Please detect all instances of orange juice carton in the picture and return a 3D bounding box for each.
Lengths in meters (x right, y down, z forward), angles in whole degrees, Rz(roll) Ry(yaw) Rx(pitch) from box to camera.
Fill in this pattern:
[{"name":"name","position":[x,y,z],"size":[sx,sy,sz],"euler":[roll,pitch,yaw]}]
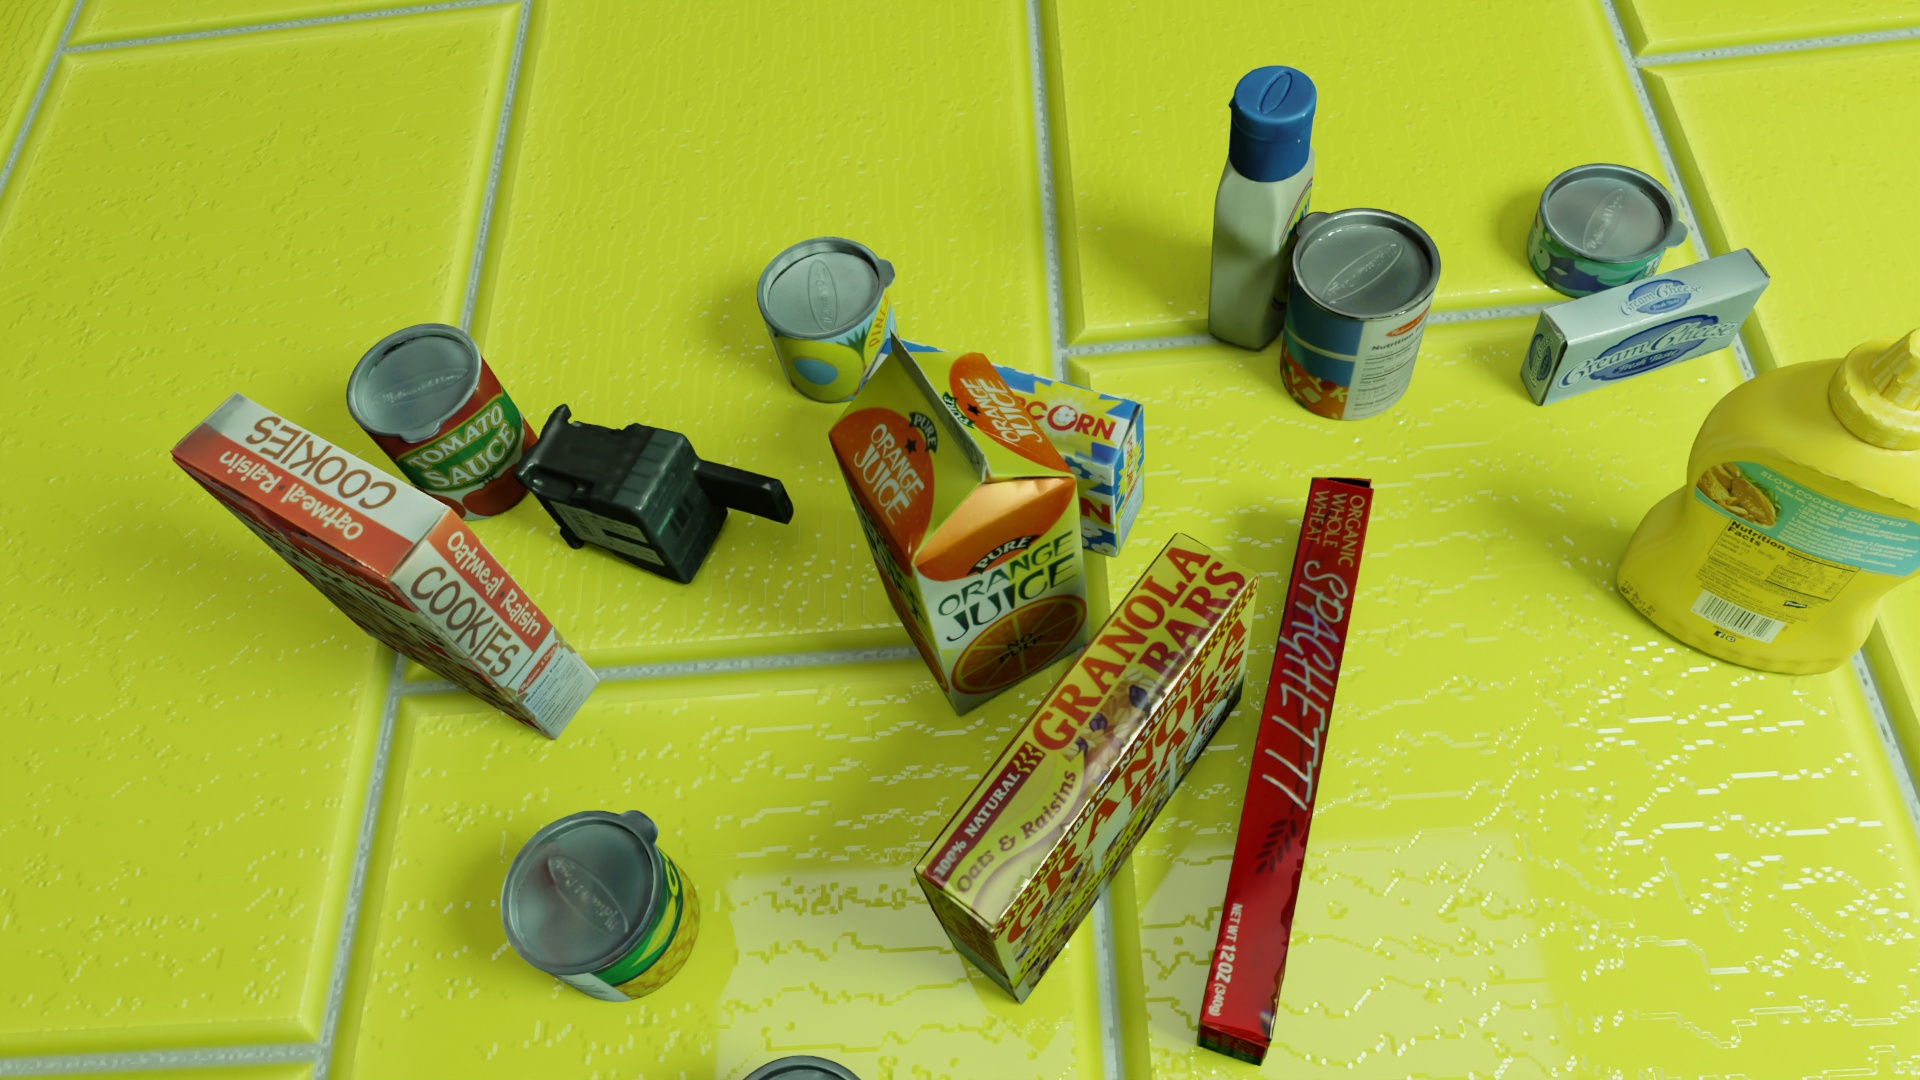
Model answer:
[{"name":"orange juice carton","position":[0.002,-0.007,0.573],"size":[0.073,0.191,0.072],"euler":[-28,61,-9]}]

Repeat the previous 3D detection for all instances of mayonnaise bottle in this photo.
[{"name":"mayonnaise bottle","position":[0.146,-0.159,0.667],"size":[0.041,0.147,0.065],"euler":[23,66,19]}]

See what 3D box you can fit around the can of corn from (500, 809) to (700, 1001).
[{"name":"can of corn","position":[-0.146,0.152,0.579],"size":[0.071,0.058,0.071],"euler":[-3,60,6]}]

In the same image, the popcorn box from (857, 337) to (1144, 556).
[{"name":"popcorn box","position":[0.021,-0.044,0.654],"size":[0.127,0.085,0.038],"euler":[17,64,16]}]

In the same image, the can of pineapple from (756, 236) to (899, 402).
[{"name":"can of pineapple","position":[-0.065,-0.114,0.721],"size":[0.071,0.057,0.071],"euler":[-3,60,6]}]

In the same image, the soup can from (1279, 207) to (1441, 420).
[{"name":"soup can","position":[0.188,-0.109,0.670],"size":[0.071,0.083,0.071],"euler":[-3,60,6]}]

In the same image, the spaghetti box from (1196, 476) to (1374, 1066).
[{"name":"spaghetti box","position":[0.139,0.087,0.583],"size":[0.029,0.050,0.251],"euler":[11,63,14]}]

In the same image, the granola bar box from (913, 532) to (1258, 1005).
[{"name":"granola bar box","position":[0.054,0.092,0.549],"size":[0.039,0.123,0.166],"euler":[32,69,22]}]

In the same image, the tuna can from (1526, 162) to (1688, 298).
[{"name":"tuna can","position":[0.329,-0.156,0.708],"size":[0.071,0.032,0.071],"euler":[-3,60,6]}]

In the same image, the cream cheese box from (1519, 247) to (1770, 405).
[{"name":"cream cheese box","position":[0.325,-0.101,0.665],"size":[0.104,0.053,0.024],"euler":[-17,60,-2]}]

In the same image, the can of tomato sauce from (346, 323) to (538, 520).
[{"name":"can of tomato sauce","position":[-0.256,-0.056,0.698],"size":[0.071,0.082,0.071],"euler":[-3,60,6]}]

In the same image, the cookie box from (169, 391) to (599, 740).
[{"name":"cookie box","position":[-0.243,0.017,0.606],"size":[0.123,0.166,0.040],"euler":[25,67,20]}]

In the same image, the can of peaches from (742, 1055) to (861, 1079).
[{"name":"can of peaches","position":[-0.058,0.233,0.521],"size":[0.071,0.057,0.071],"euler":[-3,60,6]}]
